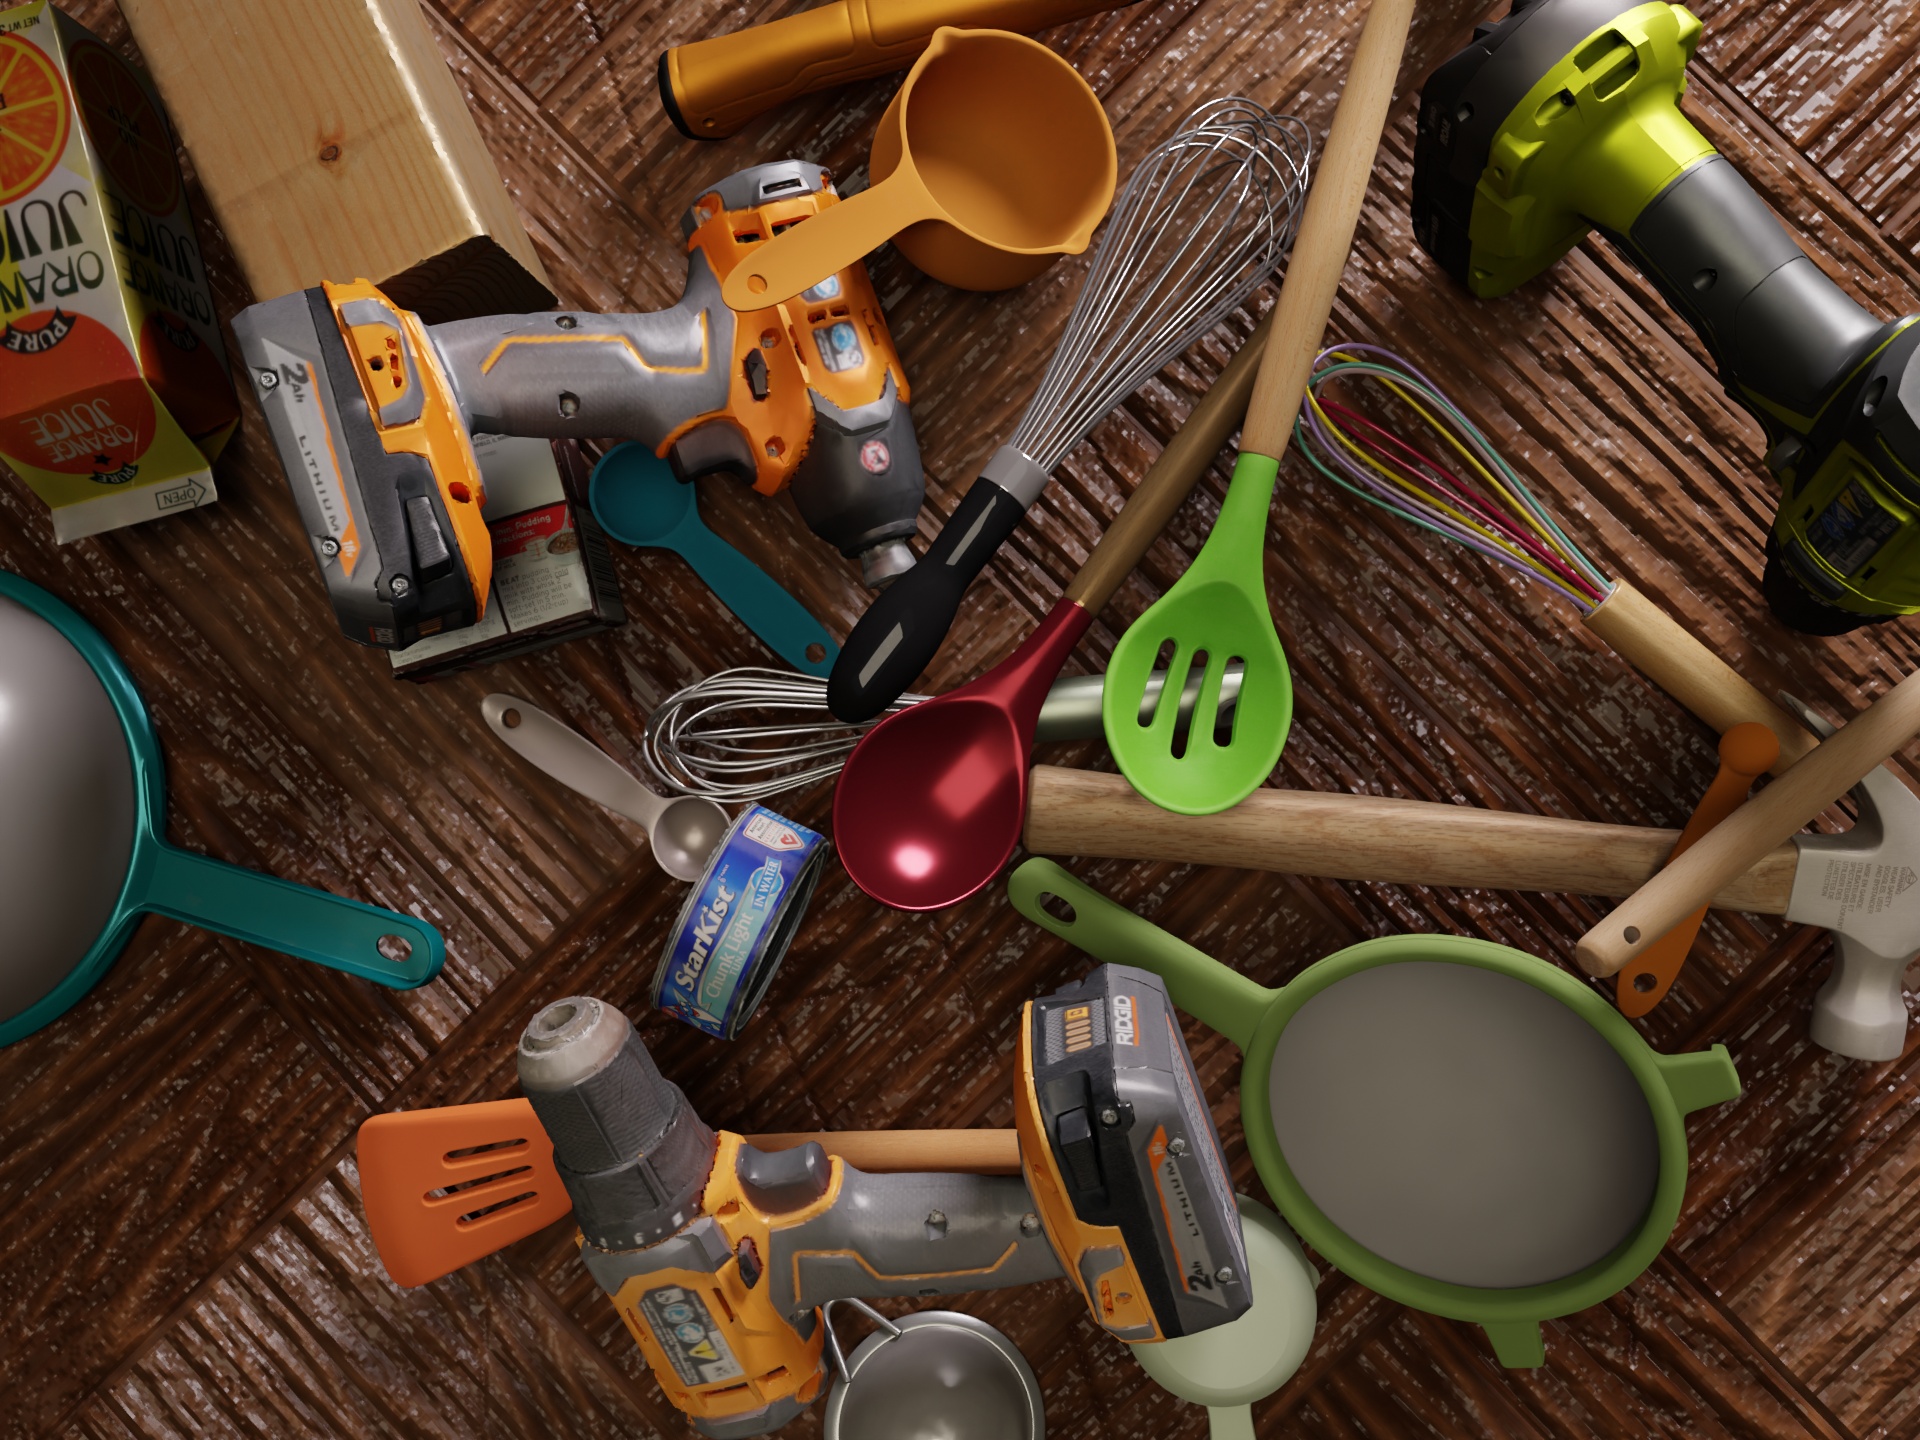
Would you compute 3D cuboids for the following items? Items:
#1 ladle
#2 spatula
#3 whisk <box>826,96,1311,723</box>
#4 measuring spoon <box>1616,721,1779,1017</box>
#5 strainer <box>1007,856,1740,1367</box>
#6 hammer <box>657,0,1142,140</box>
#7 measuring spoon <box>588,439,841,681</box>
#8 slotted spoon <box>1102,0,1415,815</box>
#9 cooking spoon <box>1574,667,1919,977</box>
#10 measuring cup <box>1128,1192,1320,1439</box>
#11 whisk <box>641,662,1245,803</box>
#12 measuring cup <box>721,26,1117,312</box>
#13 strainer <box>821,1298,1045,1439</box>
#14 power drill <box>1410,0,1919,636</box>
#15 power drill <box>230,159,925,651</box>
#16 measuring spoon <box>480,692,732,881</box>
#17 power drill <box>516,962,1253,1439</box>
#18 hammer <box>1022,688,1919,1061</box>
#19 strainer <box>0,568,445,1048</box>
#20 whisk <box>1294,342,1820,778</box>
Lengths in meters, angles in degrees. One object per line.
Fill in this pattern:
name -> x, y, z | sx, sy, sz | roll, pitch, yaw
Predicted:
ladle -> 0.057, -0.062, 0.593 | 0.069, 0.031, 0.315 | 38, 79, -8
spatula -> -0.065, 0.175, 0.616 | 0.322, 0.041, 0.081 | -2, 112, 3
whisk -> 0.039, -0.115, 0.590 | 0.070, 0.070, 0.284 | 35, 84, 4
measuring spoon -> 0.260, 0.056, 0.564 | 0.021, 0.011, 0.117 | 18, 106, 4
strainer -> 0.139, 0.112, 0.593 | 0.256, 0.069, 0.151 | 29, 118, 17
hammer -> 0.046, -0.278, 0.589 | 0.337, 0.127, 0.034 | -11, 83, 10
measuring spoon -> -0.094, -0.061, 0.640 | 0.128, 0.021, 0.042 | 43, 92, -5
slotted spoon -> 0.117, -0.119, 0.574 | 0.070, 0.031, 0.314 | 15, 93, -4
cooking spoon -> 0.323, -0.002, 0.548 | 0.319, 0.017, 0.069 | -31, 86, -20
measuring cup -> 0.103, 0.266, 0.601 | 0.083, 0.038, 0.167 | -7, 86, 4
whisk -> -0.001, -0.002, 0.615 | 0.246, 0.057, 0.059 | -4, 51, 0
measuring cup -> -0.022, -0.185, 0.587 | 0.173, 0.052, 0.095 | -36, 96, -22
strainer -> 0.035, 0.324, 0.607 | 0.087, 0.050, 0.258 | -40, 89, -12
power drill -> 0.258, -0.130, 0.542 | 0.080, 0.190, 0.229 | -37, 72, 3
power drill -> -0.124, -0.101, 0.581 | 0.226, 0.084, 0.164 | -20, 88, -20
measuring spoon -> -0.142, 0.023, 0.642 | 0.124, 0.018, 0.034 | 32, 96, 11
power drill -> -0.030, 0.154, 0.555 | 0.226, 0.084, 0.185 | -16, 115, 11
hammer -> 0.189, 0.045, 0.596 | 0.331, 0.031, 0.130 | 5, 104, 7
strainer -> -0.375, 0.053, 0.616 | 0.340, 0.095, 0.211 | 15, 90, 6
whisk -> 0.222, -0.057, 0.599 | 0.245, 0.047, 0.051 | 39, 109, 1
